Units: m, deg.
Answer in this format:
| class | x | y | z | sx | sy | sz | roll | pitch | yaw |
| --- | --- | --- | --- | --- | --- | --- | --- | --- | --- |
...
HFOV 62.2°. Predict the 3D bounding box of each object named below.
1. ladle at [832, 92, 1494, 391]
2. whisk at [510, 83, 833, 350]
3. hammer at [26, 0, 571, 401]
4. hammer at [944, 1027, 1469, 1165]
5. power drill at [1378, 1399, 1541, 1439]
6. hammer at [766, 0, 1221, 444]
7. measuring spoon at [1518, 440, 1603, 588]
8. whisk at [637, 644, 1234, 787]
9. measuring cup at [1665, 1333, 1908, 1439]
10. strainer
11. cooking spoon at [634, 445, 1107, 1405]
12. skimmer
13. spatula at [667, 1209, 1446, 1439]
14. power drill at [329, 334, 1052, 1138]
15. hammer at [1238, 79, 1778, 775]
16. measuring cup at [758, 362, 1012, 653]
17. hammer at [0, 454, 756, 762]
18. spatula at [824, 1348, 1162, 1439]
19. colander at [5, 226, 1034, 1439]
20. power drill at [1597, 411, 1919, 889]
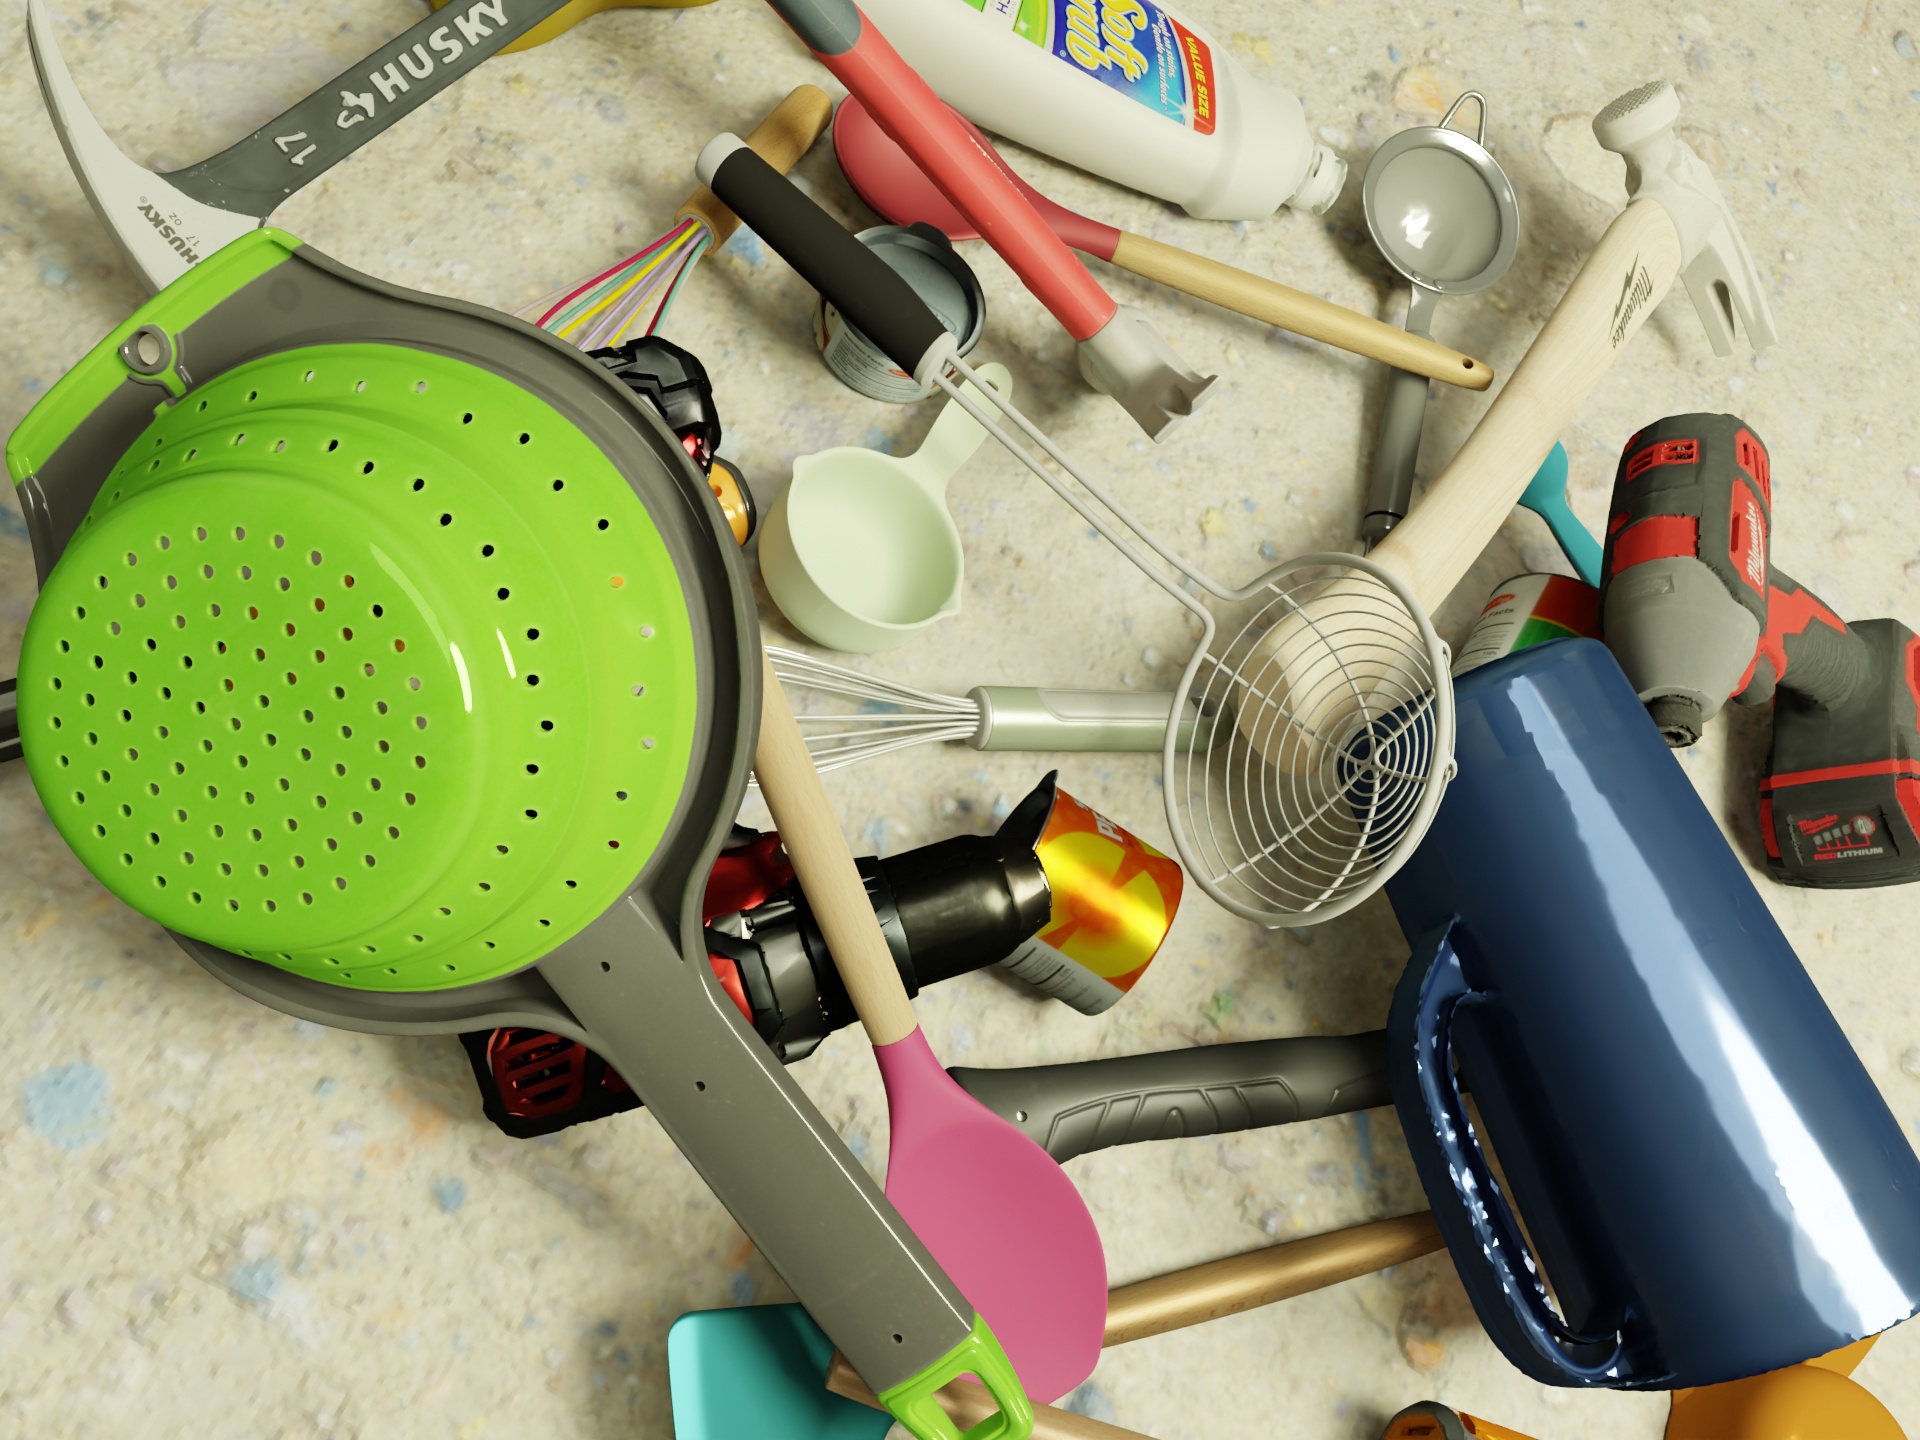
| class | x | y | z | sx | sy | sz | roll | pitch | yaw |
| --- | --- | --- | --- | --- | --- | --- | --- | --- | --- |
| ladle | 0.093 | -0.202 | 0.702 | 0.315 | 0.031 | 0.069 | 18 | 72 | -8 |
| whisk | -0.112 | -0.179 | 0.616 | 0.051 | 0.047 | 0.245 | 16 | 55 | 21 |
| hammer | -0.150 | -0.292 | 0.601 | 0.409 | 0.036 | 0.149 | -48 | 113 | -23 |
| hammer | 0.151 | 0.129 | 0.612 | 0.334 | 0.035 | 0.146 | -1 | 72 | -22 |
| power drill | 0.204 | 0.363 | 0.519 | 0.164 | 0.084 | 0.227 | 23 | 60 | -12 |
| hammer | -0.047 | -0.253 | 0.577 | 0.038 | 0.143 | 0.386 | -42 | 108 | 12 |
| measuring spoon | 0.301 | -0.090 | 0.761 | 0.042 | 0.021 | 0.129 | -30 | 82 | -28 |
| whisk | -0.001 | -0.002 | 0.596 | 0.246 | 0.059 | 0.058 | 1 | 43 | -26 |
| measuring cup | 0.352 | 0.270 | 0.627 | 0.173 | 0.052 | 0.095 | -36 | 86 | -27 |
| strainer | 0.214 | -0.182 | 0.753 | 0.087 | 0.050 | 0.259 | 19 | 70 | -12 |
| cooking spoon | -0.029 | 0.070 | 0.473 | 0.069 | 0.017 | 0.318 | -24 | 102 | -14 |
| skimmer | 0.021 | -0.084 | 0.559 | 0.363 | 0.127 | 0.090 | 44 | 33 | 8 |
| spatula | 0.055 | 0.206 | 0.539 | 0.317 | 0.044 | 0.082 | -6 | 76 | -25 |
| power drill | -0.084 | 0.002 | 0.498 | 0.188 | 0.080 | 0.226 | -17 | 95 | -8 |
| hammer | 0.248 | -0.118 | 0.699 | 0.411 | 0.038 | 0.146 | -48 | 113 | -27 |
| measuring cup | -0.022 | -0.090 | 0.630 | 0.083 | 0.038 | 0.168 | 42 | 47 | -11 |
| hammer | -0.217 | -0.020 | 0.522 | 0.337 | 0.034 | 0.127 | -23 | 79 | -27 |
| spatula | 0.109 | 0.245 | 0.493 | 0.316 | 0.018 | 0.060 | 20 | 59 | -7 |
| colander | -0.109 | 0.058 | 0.406 | 0.204 | 0.094 | 0.397 | -36 | 95 | 9 |
| power drill | 0.348 | -0.017 | 0.680 | 0.219 | 0.078 | 0.143 | 34 | 60 | -31 |
